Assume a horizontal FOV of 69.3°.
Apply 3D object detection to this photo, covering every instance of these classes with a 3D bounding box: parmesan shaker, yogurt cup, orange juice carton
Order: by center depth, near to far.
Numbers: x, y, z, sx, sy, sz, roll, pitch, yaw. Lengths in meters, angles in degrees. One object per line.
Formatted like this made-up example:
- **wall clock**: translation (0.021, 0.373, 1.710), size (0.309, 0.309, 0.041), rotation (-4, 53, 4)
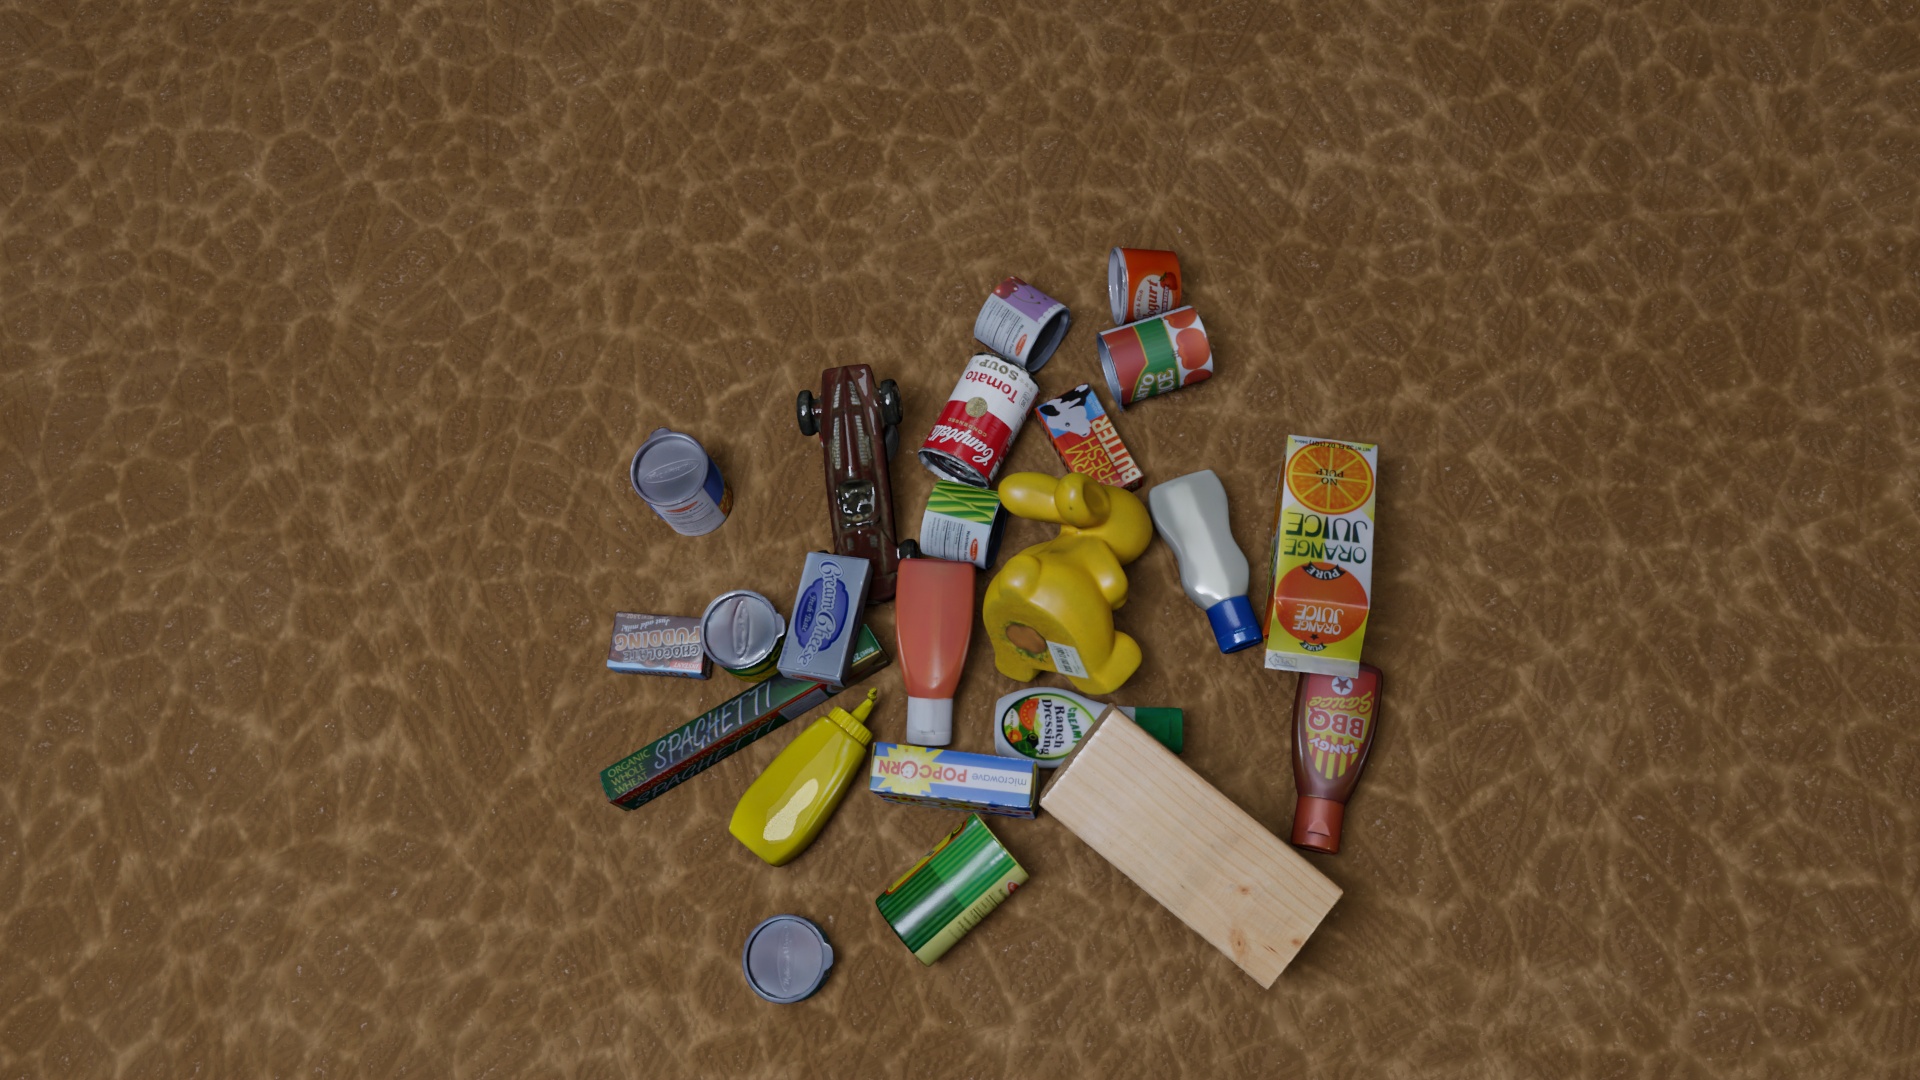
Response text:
- **parmesan shaker**: translation (-0.007, 0.266, 1.064), size (0.103, 0.071, 0.071), rotation (-40, 73, -7)
- **orange juice carton**: translation (0.283, 0.017, 1.096), size (0.072, 0.072, 0.193), rotation (7, 62, 8)
- **yogurt cup**: translation (0.161, -0.223, 1.211), size (0.054, 0.072, 0.072), rotation (-5, 72, -4)

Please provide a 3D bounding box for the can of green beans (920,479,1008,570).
- **can of green beans**: translation (0.003, -0.014, 1.157), size (0.058, 0.071, 0.071), rotation (14, 74, 11)

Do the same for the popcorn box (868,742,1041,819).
- **popcorn box**: translation (-0.002, 0.188, 1.082), size (0.127, 0.085, 0.038), rotation (6, 74, 7)

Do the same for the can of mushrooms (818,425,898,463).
- **can of mushrooms**: translation (-0.091, -0.093, 1.210), size (0.071, 0.033, 0.071), rotation (-2, 73, 6)

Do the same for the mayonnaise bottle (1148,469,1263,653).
- **mayonnaise bottle**: translation (0.205, 0.018, 1.139), size (0.065, 0.041, 0.148), rotation (-18, 72, 0)

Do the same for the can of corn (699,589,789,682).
- **can of corn**: translation (-0.173, 0.080, 1.149), size (0.071, 0.058, 0.071), rotation (-2, 72, 6)

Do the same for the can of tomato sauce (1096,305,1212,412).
- **can of tomato sauce**: translation (0.166, -0.156, 1.186), size (0.083, 0.071, 0.071), rotation (-17, 71, 0)

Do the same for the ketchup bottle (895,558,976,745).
- **ketchup bottle**: translation (-0.022, 0.089, 1.121), size (0.065, 0.043, 0.148), rotation (3, 88, 4)

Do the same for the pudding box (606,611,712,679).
- **pudding box**: translation (-0.251, 0.089, 1.169), size (0.084, 0.030, 0.050), rotation (4, 74, 8)

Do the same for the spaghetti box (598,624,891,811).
- **spaghetti box**: translation (-0.174, 0.145, 1.132), size (0.250, 0.050, 0.029), rotation (-29, 70, -4)

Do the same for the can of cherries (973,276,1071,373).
- **can of cherries**: translation (0.055, -0.189, 1.211), size (0.058, 0.071, 0.071), rotation (34, 79, 16)

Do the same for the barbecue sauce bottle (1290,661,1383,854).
- **barbecue sauce bottle**: translation (0.287, 0.167, 1.080), size (0.065, 0.043, 0.149), rotation (11, 74, 10)

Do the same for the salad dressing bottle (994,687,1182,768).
- **salad dressing bottle**: translation (0.102, 0.149, 1.105), size (0.148, 0.044, 0.064), rotation (0, 78, 6)

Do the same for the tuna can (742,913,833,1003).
- **tuna can**: translation (-0.131, 0.324, 1.078), size (0.071, 0.032, 0.071), rotation (-2, 72, 6)

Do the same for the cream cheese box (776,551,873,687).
- **cream cheese box**: translation (-0.108, 0.062, 1.114), size (0.053, 0.024, 0.104), rotation (8, 68, 12)

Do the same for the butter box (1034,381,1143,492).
- **butter box**: translation (0.110, -0.080, 1.189), size (0.053, 0.024, 0.104), rotation (-27, 71, -4)

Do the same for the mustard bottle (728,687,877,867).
- **mustard bottle**: translation (-0.115, 0.184, 1.114), size (0.065, 0.048, 0.160), rotation (37, 78, 15)

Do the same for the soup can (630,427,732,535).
- **soup can**: translation (-0.237, -0.049, 1.184), size (0.071, 0.083, 0.071), rotation (-2, 72, 5)
